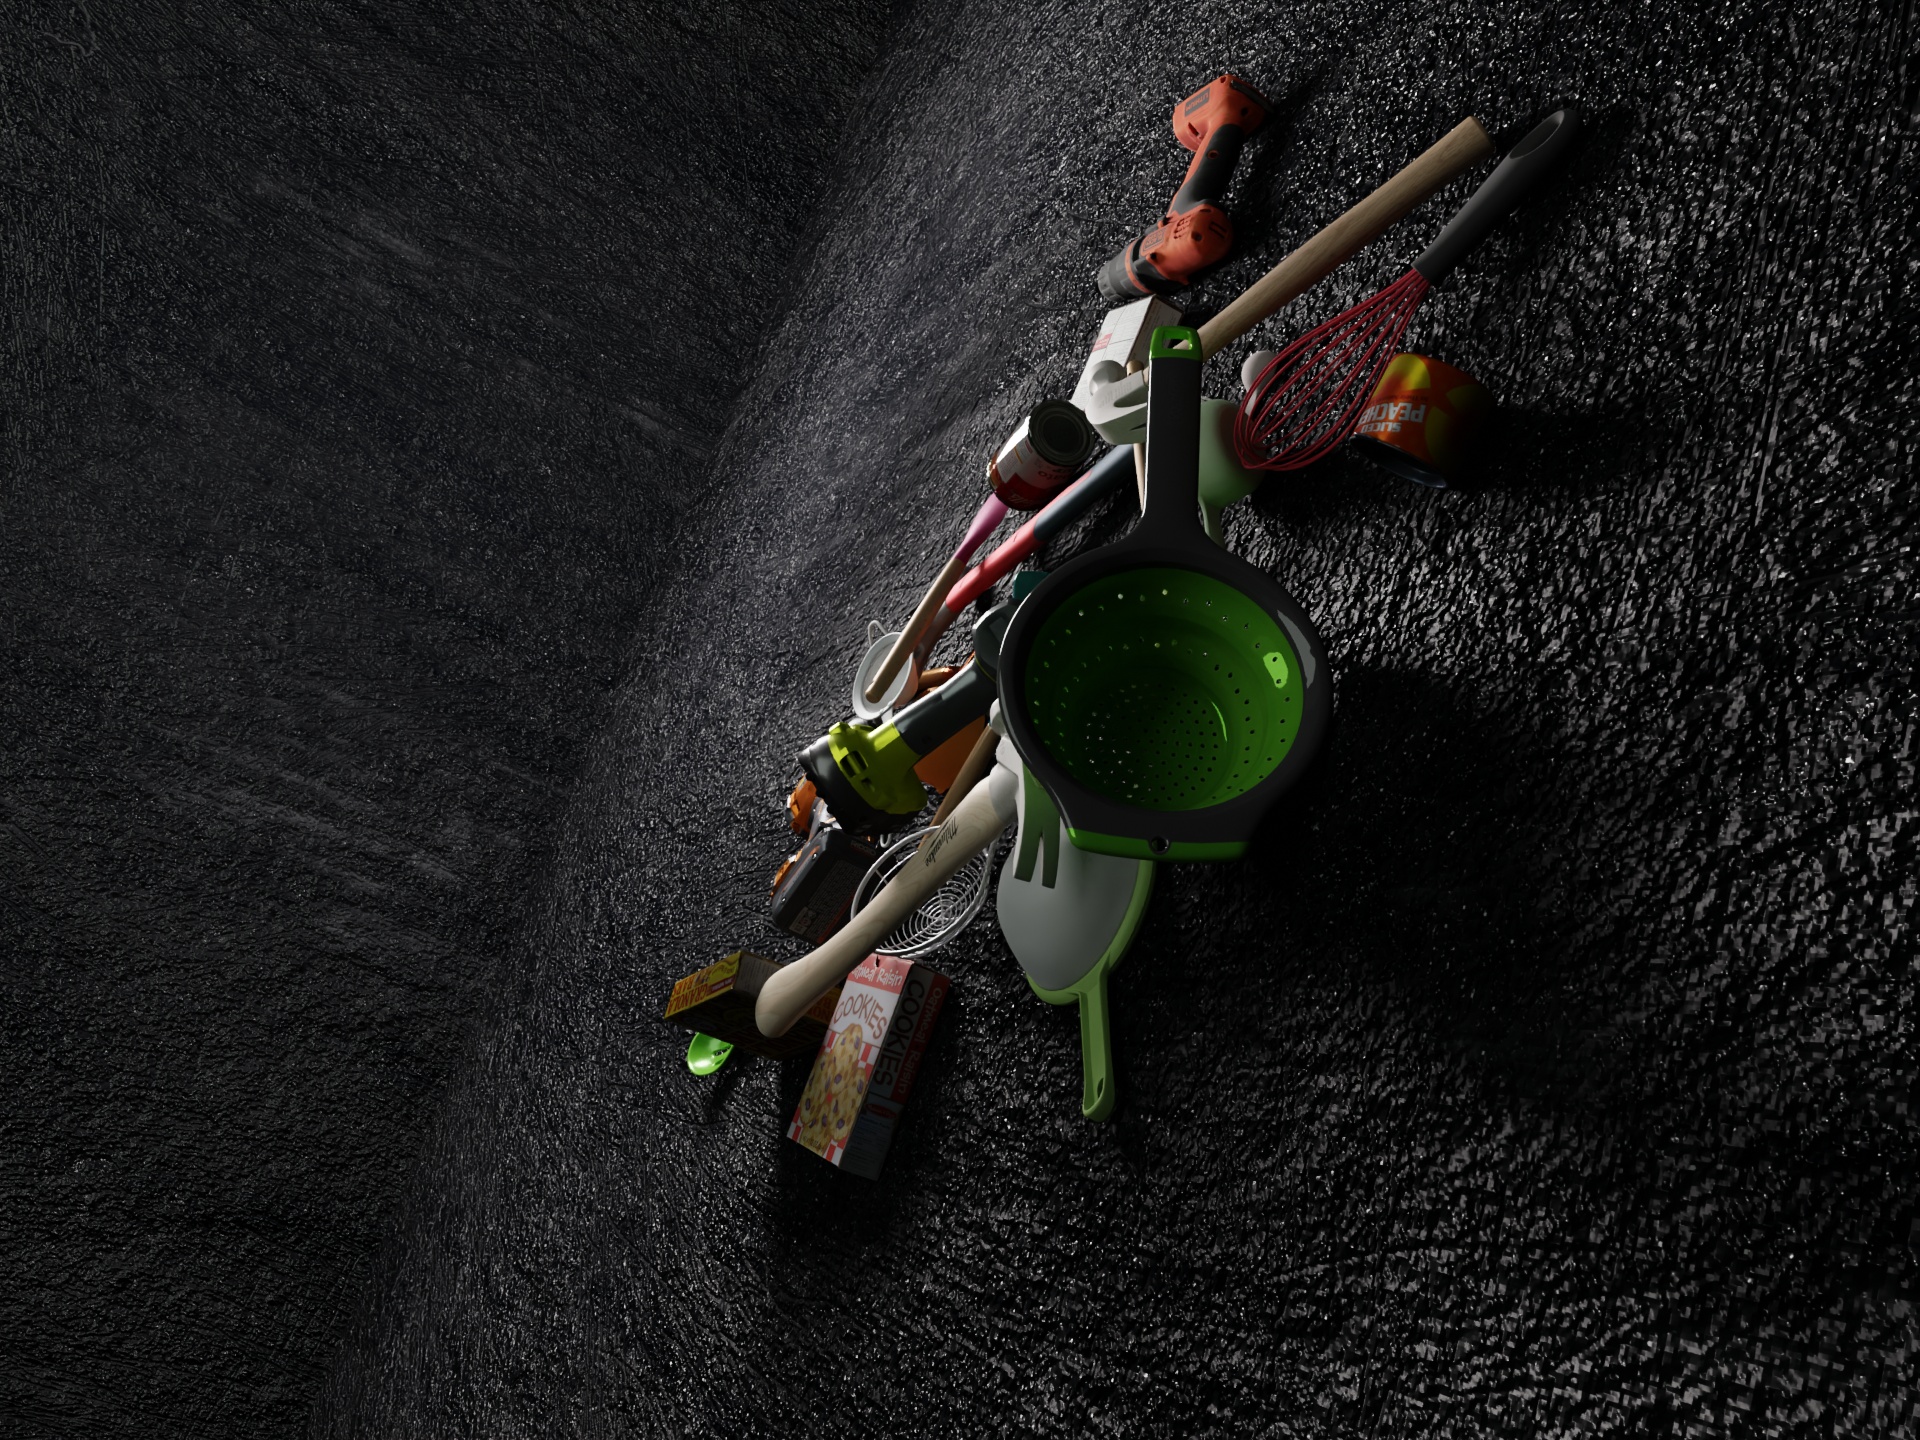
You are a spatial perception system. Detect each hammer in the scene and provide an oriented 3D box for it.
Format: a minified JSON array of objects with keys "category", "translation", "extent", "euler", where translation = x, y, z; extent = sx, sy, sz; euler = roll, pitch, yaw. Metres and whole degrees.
[{"category":"hammer","translation":[0.225,-0.305,1.122],"extent":[0.331,0.031,0.130],"euler":[-34,29,23]},{"category":"hammer","translation":[-0.053,0.149,1.189],"extent":[0.410,0.038,0.146],"euler":[-47,35,42]},{"category":"hammer","translation":[0.074,-0.167,1.399],"extent":[0.386,0.038,0.143],"euler":[-36,17,47]}]

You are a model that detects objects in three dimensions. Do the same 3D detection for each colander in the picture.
[{"category":"colander","translation":[0.132,-0.079,1.040],"extent":[0.094,0.204,0.397],"euler":[88,-173,-63]}]

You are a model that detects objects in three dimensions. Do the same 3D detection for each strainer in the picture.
[{"category":"strainer","translation":[0.066,0.149,1.060],"extent":[0.151,0.069,0.257],"euler":[-50,24,33]},{"category":"strainer","translation":[-0.063,0.012,1.403],"extent":[0.087,0.050,0.259],"euler":[-39,34,33]}]

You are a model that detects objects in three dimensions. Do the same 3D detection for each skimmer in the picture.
[{"category":"skimmer","translation":[0.015,0.050,1.193],"extent":[0.127,0.090,0.363],"euler":[-86,18,-46]}]

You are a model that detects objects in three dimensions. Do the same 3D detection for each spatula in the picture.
[{"category":"spatula","translation":[0.013,0.021,1.357],"extent":[0.044,0.082,0.317],"euler":[40,112,31]},{"category":"spatula","translation":[-0.026,-0.049,1.533],"extent":[0.081,0.041,0.322],"euler":[-54,16,-18]}]

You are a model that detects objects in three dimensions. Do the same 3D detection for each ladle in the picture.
[{"category":"ladle","translation":[0.133,-0.144,1.171],"extent":[0.078,0.062,0.320],"euler":[132,143,-51]}]

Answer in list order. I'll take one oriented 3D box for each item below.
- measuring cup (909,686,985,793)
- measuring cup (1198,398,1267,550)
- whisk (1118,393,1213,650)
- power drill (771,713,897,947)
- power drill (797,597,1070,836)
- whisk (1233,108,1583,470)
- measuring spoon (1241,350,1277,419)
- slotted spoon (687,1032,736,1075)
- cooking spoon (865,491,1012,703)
[{"category":"measuring cup","translation":[-0.040,0.013,1.478],"extent":[0.174,0.052,0.095],"euler":[-1,66,64]},{"category":"measuring cup","translation":[0.192,-0.154,1.129],"extent":[0.038,0.083,0.168],"euler":[-26,58,41]},{"category":"whisk","translation":[0.148,-0.141,1.232],"extent":[0.058,0.059,0.246],"euler":[17,85,26]},{"category":"power drill","translation":[-0.112,0.092,1.527],"extent":[0.164,0.084,0.227],"euler":[-54,20,26]},{"category":"power drill","translation":[-0.002,-0.004,1.238],"extent":[0.223,0.080,0.171],"euler":[-37,-14,13]},{"category":"whisk","translation":[0.289,-0.274,1.038],"extent":[0.295,0.073,0.073],"euler":[-47,27,23]},{"category":"measuring spoon","translation":[0.210,-0.228,1.215],"extent":[0.034,0.018,0.124],"euler":[7,73,67]},{"category":"slotted spoon","translation":[-0.185,0.281,1.557],"extent":[0.313,0.031,0.070],"euler":[-39,33,44]},{"category":"cooking spoon","translation":[-0.013,-0.127,1.457],"extent":[0.068,0.017,0.319],"euler":[-34,21,49]}]
